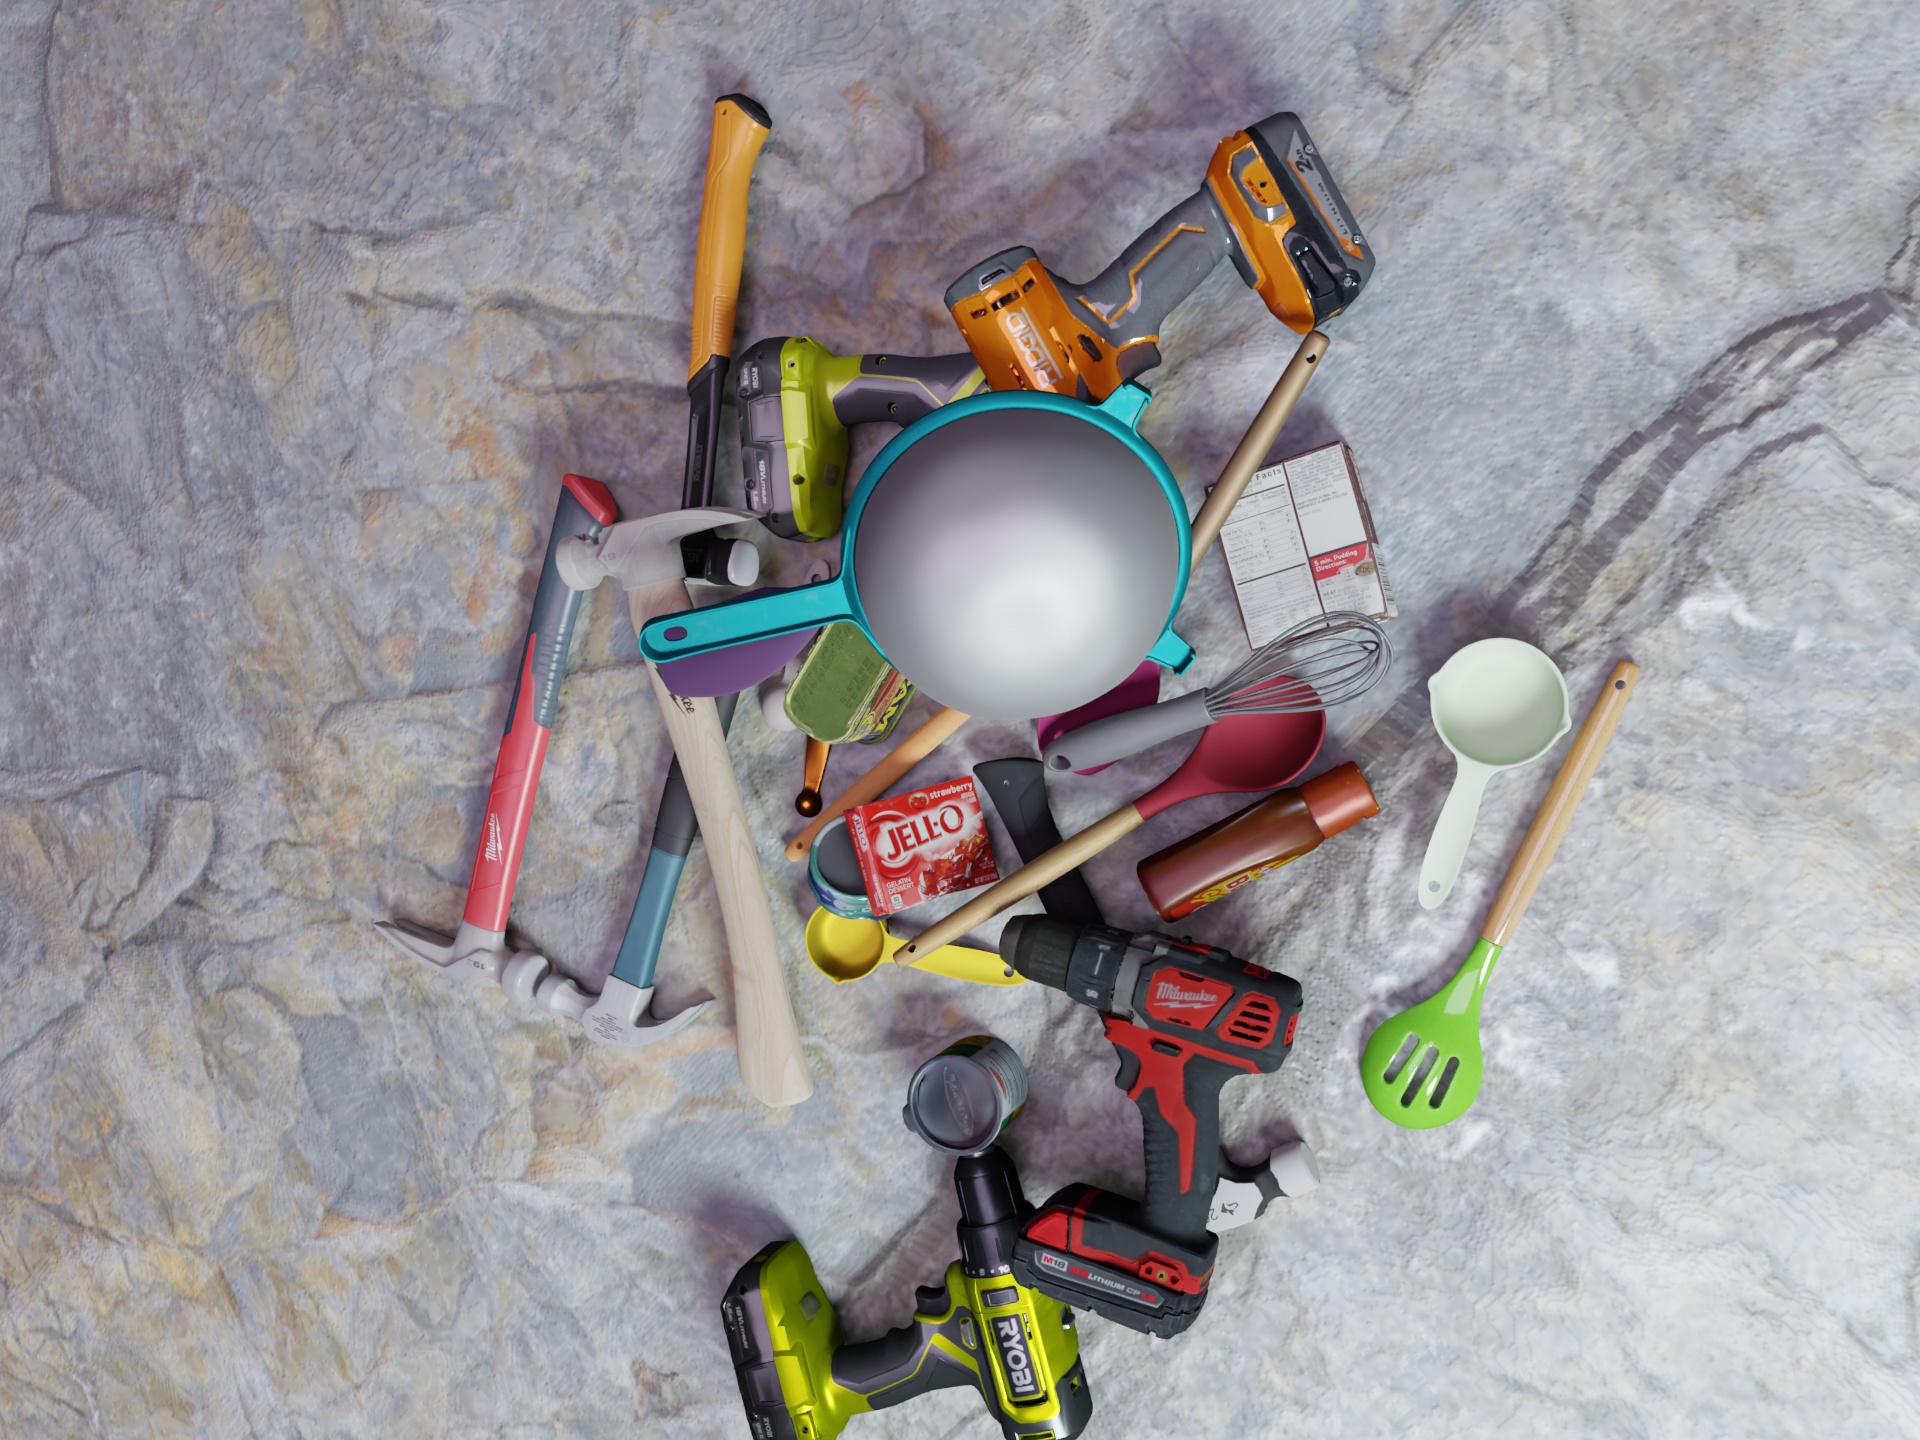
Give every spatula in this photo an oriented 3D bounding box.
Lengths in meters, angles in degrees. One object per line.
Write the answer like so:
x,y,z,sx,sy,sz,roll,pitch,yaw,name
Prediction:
-0.002,-0.003,1.066,0.322,0.041,0.081,-40,81,21,spatula
-0.045,-0.089,0.996,0.316,0.018,0.060,-23,78,6,spatula

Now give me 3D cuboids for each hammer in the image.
-0.206,0.079,1.137,0.128,0.033,0.331,21,99,19,hammer
0.092,0.174,1.032,0.146,0.035,0.335,-29,82,18,hammer
-0.334,0.005,1.179,0.143,0.038,0.386,18,98,20,hammer
-0.154,0.062,1.070,0.146,0.038,0.410,-10,99,21,hammer
-0.178,-0.264,1.107,0.127,0.034,0.337,8,92,33,hammer

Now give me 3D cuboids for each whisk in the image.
0.150,-0.011,0.971,0.239,0.055,0.055,-21,85,30,whisk

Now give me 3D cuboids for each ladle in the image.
0.091,0.072,1.003,0.315,0.031,0.069,-32,63,7,ladle

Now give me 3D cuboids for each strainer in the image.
-0.028,-0.063,0.926,0.340,0.095,0.210,-12,121,5,strainer

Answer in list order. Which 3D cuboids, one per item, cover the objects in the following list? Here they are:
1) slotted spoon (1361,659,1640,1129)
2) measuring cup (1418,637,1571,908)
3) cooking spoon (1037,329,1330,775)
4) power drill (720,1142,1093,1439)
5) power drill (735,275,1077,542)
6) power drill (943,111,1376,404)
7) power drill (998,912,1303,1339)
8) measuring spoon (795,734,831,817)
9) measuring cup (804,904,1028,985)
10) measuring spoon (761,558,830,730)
0.326,0.108,0.948,0.070,0.031,0.313,27,99,17,slotted spoon
0.306,0.032,0.947,0.083,0.038,0.167,20,101,18,measuring cup
0.137,-0.095,0.978,0.068,0.017,0.318,26,116,-6,cooking spoon
-0.038,0.394,1.067,0.228,0.080,0.190,-16,87,17,power drill
-0.027,-0.187,1.040,0.223,0.080,0.171,-4,91,17,power drill
0.125,-0.239,0.949,0.226,0.084,0.164,-28,91,3,power drill
0.094,0.236,0.976,0.188,0.080,0.226,15,93,18,power drill
-0.099,0.011,1.107,0.021,0.011,0.117,12,96,19,measuring spoon
-0.028,0.158,1.085,0.156,0.029,0.062,10,91,8,measuring cup
-0.114,-0.052,1.106,0.034,0.018,0.124,17,97,19,measuring spoon
